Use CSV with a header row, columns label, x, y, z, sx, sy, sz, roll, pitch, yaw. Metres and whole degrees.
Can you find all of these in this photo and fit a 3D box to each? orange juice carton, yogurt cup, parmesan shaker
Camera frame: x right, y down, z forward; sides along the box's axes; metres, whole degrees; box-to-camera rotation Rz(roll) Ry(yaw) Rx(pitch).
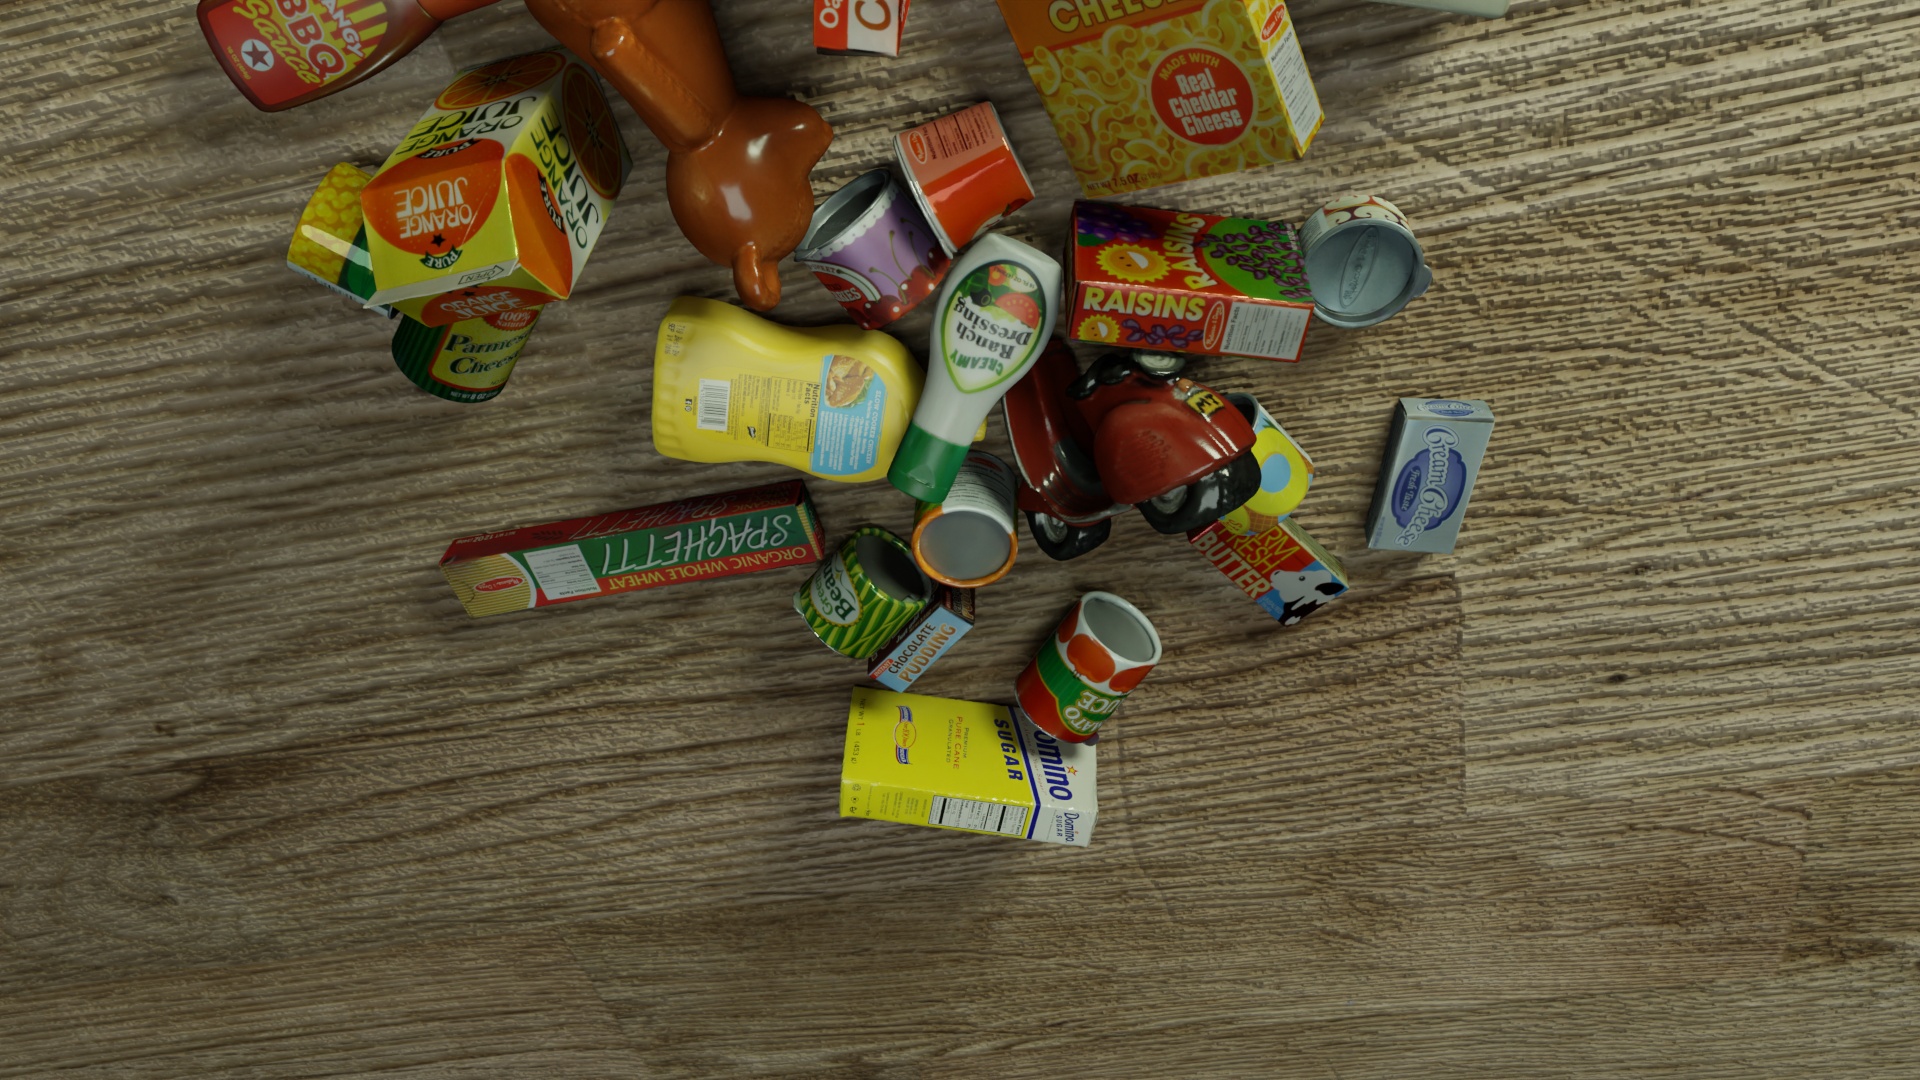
label,x,y,z,sx,sy,sz,roll,pitch,yaw
orange juice carton,-0.222,-0.165,0.666,0.072,0.194,0.072,-10,128,9
yogurt cup,0.003,-0.191,0.720,0.054,0.073,0.072,-25,123,11
parmesan shaker,-0.266,-0.134,0.776,0.071,0.072,0.102,27,125,-17

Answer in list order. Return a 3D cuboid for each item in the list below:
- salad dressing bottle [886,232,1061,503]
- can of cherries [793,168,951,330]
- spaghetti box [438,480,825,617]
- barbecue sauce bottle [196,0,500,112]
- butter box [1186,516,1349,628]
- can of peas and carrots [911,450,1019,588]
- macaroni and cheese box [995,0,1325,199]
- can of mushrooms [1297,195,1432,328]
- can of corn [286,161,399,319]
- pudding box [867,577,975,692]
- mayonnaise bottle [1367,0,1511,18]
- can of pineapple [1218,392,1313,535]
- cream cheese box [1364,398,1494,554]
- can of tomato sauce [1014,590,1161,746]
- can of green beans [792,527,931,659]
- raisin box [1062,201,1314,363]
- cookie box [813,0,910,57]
label,x,y,z,sx,sy,sz,roll,pitch,yaw
salad dressing bottle,0.005,-0.092,0.759,0.064,0.044,0.147,23,108,-6
can of cherries,-0.049,-0.154,0.746,0.071,0.072,0.058,-28,123,22
spaghetti box,-0.212,0.007,0.905,0.250,0.029,0.050,-9,127,10
barbecue sauce bottle,-0.296,-0.264,0.688,0.148,0.044,0.064,-14,125,13
butter box,0.197,0.009,0.891,0.103,0.024,0.053,38,120,-24
can of peas and carrots,0.003,-0.011,0.862,0.071,0.059,0.070,2,128,2
macaroni and cheese box,0.084,-0.250,0.654,0.123,0.040,0.166,0,133,39
can of mushrooms,0.218,-0.152,0.758,0.071,0.034,0.070,1,127,2
can of corn,-0.321,-0.165,0.753,0.058,0.071,0.071,27,124,-17
pudding box,-0.026,0.056,0.922,0.030,0.050,0.083,32,124,-22
mayonnaise bottle,0.181,-0.276,0.646,0.148,0.065,0.041,10,135,8
can of pineapple,0.165,-0.043,0.823,0.071,0.071,0.058,-36,119,26
cream cheese box,0.285,-0.038,0.850,0.053,0.024,0.103,3,128,0
can of tomato sauce,0.086,0.086,0.928,0.071,0.071,0.082,24,125,-16
can of green beans,-0.061,0.033,0.895,0.071,0.071,0.057,33,122,-21
raisin box,0.118,-0.139,0.740,0.123,0.086,0.039,6,133,-2
cookie box,-0.036,-0.308,0.590,0.040,0.123,0.166,6,128,-1
